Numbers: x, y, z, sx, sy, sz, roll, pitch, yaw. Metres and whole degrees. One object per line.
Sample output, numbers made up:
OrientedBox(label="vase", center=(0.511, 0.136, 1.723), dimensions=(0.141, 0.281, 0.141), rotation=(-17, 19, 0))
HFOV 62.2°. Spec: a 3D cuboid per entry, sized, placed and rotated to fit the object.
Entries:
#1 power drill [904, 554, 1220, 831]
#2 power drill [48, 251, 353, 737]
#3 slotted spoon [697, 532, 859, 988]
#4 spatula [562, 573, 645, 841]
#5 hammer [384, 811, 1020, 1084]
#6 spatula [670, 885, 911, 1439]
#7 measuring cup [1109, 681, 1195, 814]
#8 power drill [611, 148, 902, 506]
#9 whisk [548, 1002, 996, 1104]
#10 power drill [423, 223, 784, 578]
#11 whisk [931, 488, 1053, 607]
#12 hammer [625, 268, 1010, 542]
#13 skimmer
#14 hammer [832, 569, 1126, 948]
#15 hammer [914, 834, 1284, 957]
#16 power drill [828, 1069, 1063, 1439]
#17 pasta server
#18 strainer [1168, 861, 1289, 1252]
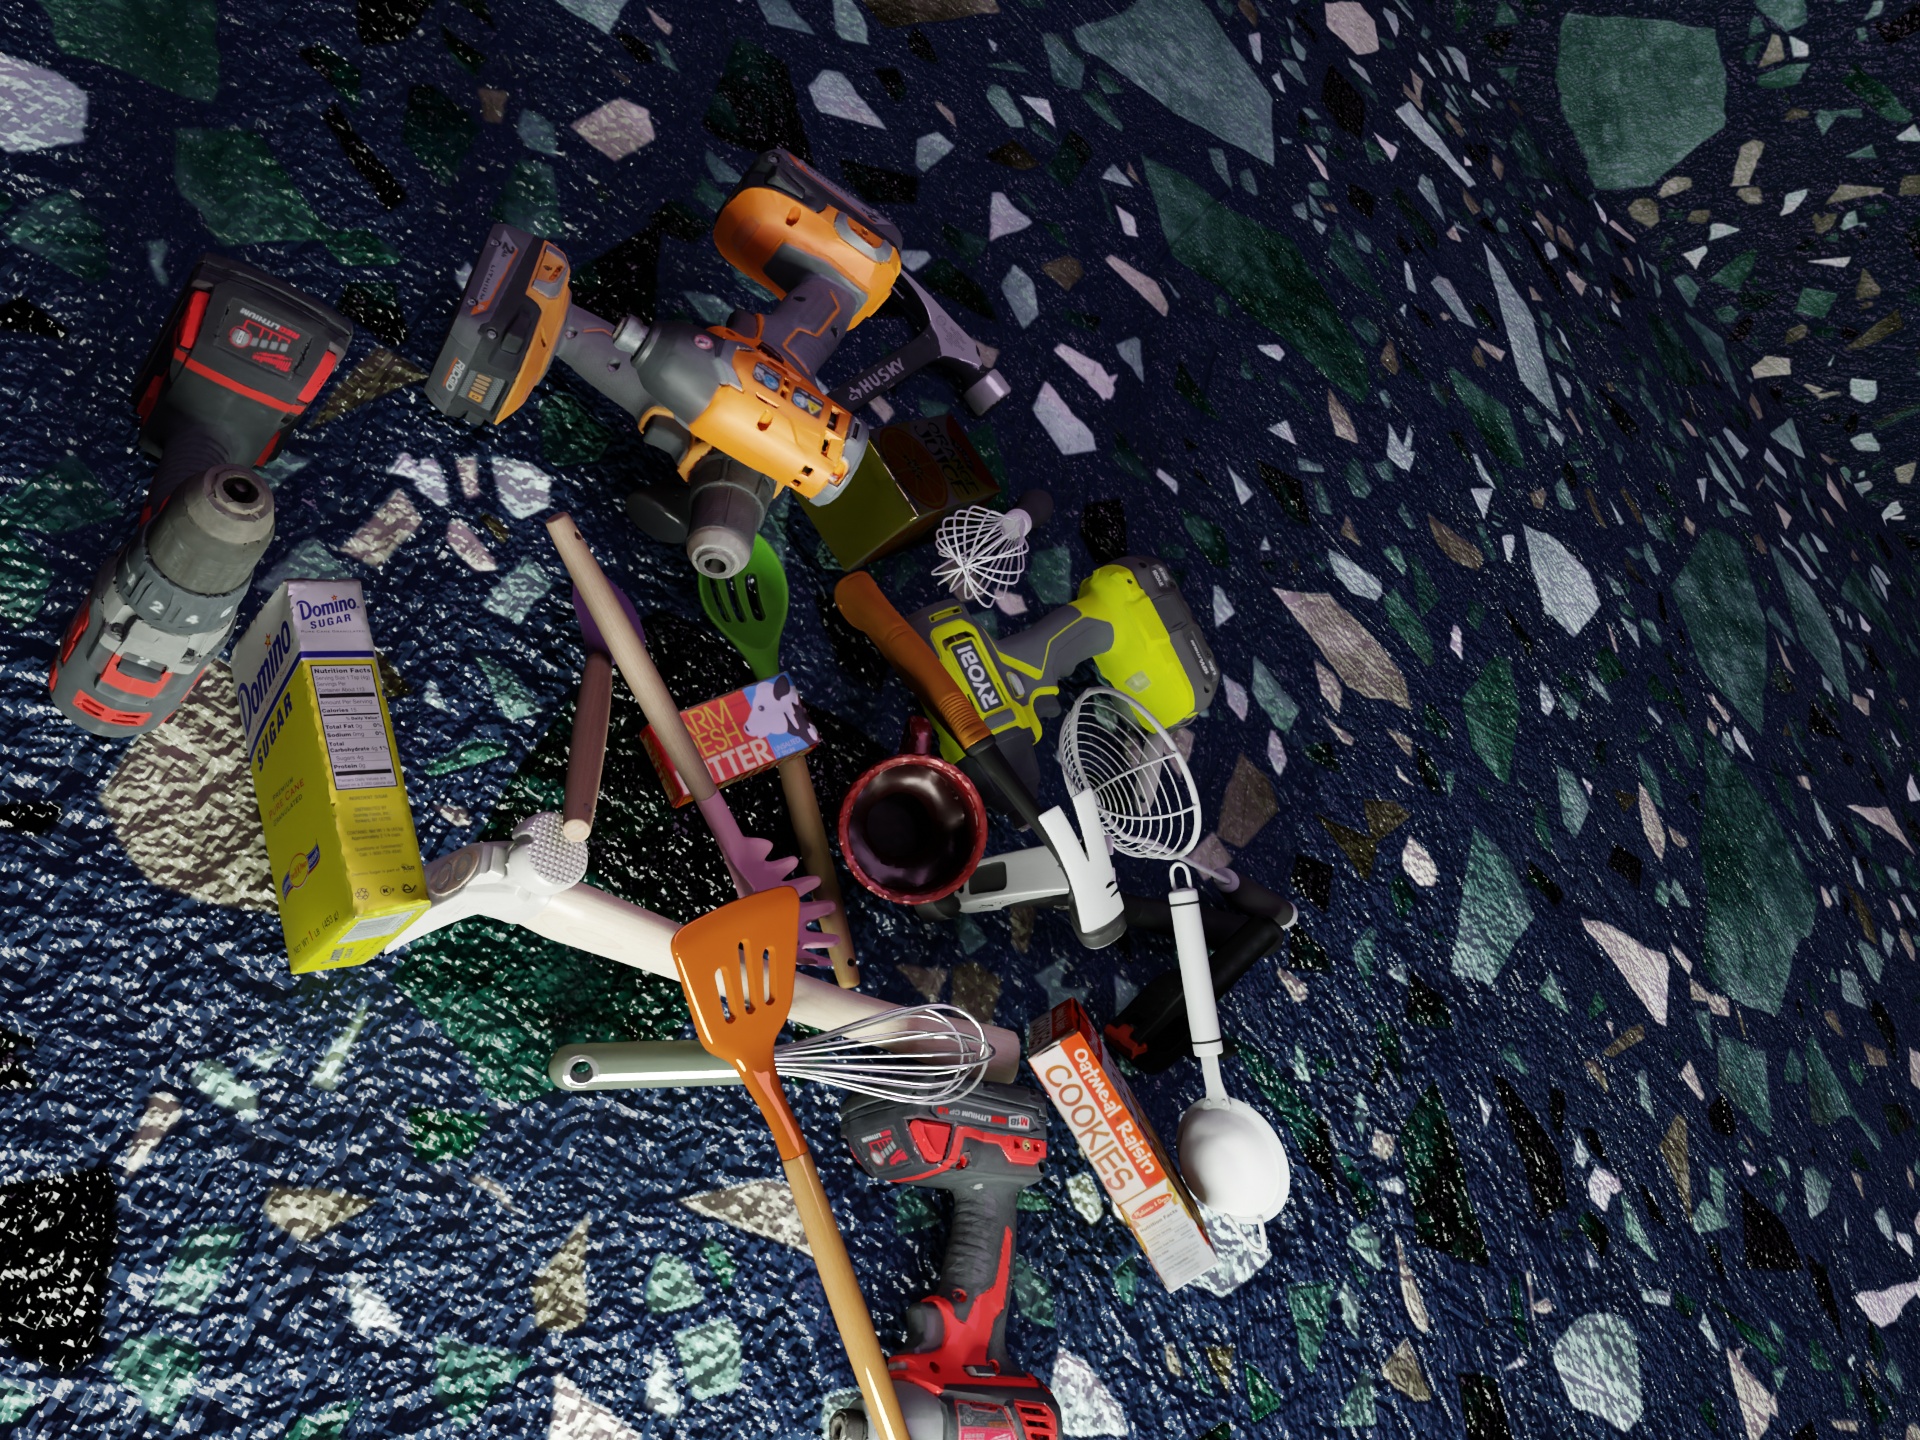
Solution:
OrientedBox(label="power drill", center=(0.076, -0.025, 1.179), dimensions=(0.223, 0.080, 0.171), rotation=(-22, 81, -32))
OrientedBox(label="power drill", center=(-0.363, -0.120, 0.771), dimensions=(0.080, 0.188, 0.227), rotation=(24, 48, -32))
OrientedBox(label="slotted spoon", center=(-0.113, 0.021, 1.033), dimensions=(0.070, 0.031, 0.314), rotation=(-5, 72, -40))
OrientedBox(label="spatula", center=(-0.199, -0.018, 0.873), dimensions=(0.059, 0.018, 0.316), rotation=(45, 12, -25))
OrientedBox(label="hammer", center=(-0.119, 0.152, 0.908), dimensions=(0.410, 0.146, 0.038), rotation=(29, 50, -40))
OrientedBox(label="spatula", center=(-0.073, 0.248, 0.824), dimensions=(0.081, 0.041, 0.322), rotation=(-19, 89, -40))
OrientedBox(label="measuring cup", center=(0.145, 0.012, 1.271), dimensions=(0.083, 0.038, 0.168), rotation=(35, 49, -23))
OrientedBox(label="power drill", center=(-0.125, -0.260, 1.014), dimensions=(0.164, 0.084, 0.227), rotation=(28, 49, -24))
OrientedBox(label="whisk", center=(-0.100, 0.186, 0.876), dimensions=(0.246, 0.059, 0.058), rotation=(1, 95, -14))
OrientedBox(label="power drill", center=(-0.213, -0.195, 1.004), dimensions=(0.226, 0.084, 0.186), rotation=(23, 48, -23))
OrientedBox(label="whisk", center=(0.035, -0.141, 1.198), dimensions=(0.070, 0.070, 0.285), rotation=(53, 21, -5))
OrientedBox(label="hammer", center=(-0.107, -0.231, 1.183), dimensions=(0.149, 0.036, 0.409), rotation=(51, 43, -5))
OrientedBox(label="skimmer", center=(0.185, 0.079, 1.165), dimensions=(0.127, 0.090, 0.363), rotation=(37, 5, 39))
OrientedBox(label="hammer", center=(-0.002, -0.003, 1.015), dimensions=(0.337, 0.034, 0.127), rotation=(51, -14, 42))
OrientedBox(label="hammer", center=(0.132, 0.135, 1.132), dimensions=(0.334, 0.146, 0.035), rotation=(18, 62, -45))
OrientedBox(label="power drill", center=(-0.012, 0.322, 0.916), dimensions=(0.143, 0.078, 0.220), rotation=(18, 58, -34))
OrientedBox(label="pasta server", center=(-0.151, 0.019, 0.915), dimensions=(0.060, 0.040, 0.316), rotation=(-75, 146, -58))
OrientedBox(label="strainer", center=(0.160, 0.221, 1.034), dimensions=(0.050, 0.087, 0.258), rotation=(-2, 81, -46))
